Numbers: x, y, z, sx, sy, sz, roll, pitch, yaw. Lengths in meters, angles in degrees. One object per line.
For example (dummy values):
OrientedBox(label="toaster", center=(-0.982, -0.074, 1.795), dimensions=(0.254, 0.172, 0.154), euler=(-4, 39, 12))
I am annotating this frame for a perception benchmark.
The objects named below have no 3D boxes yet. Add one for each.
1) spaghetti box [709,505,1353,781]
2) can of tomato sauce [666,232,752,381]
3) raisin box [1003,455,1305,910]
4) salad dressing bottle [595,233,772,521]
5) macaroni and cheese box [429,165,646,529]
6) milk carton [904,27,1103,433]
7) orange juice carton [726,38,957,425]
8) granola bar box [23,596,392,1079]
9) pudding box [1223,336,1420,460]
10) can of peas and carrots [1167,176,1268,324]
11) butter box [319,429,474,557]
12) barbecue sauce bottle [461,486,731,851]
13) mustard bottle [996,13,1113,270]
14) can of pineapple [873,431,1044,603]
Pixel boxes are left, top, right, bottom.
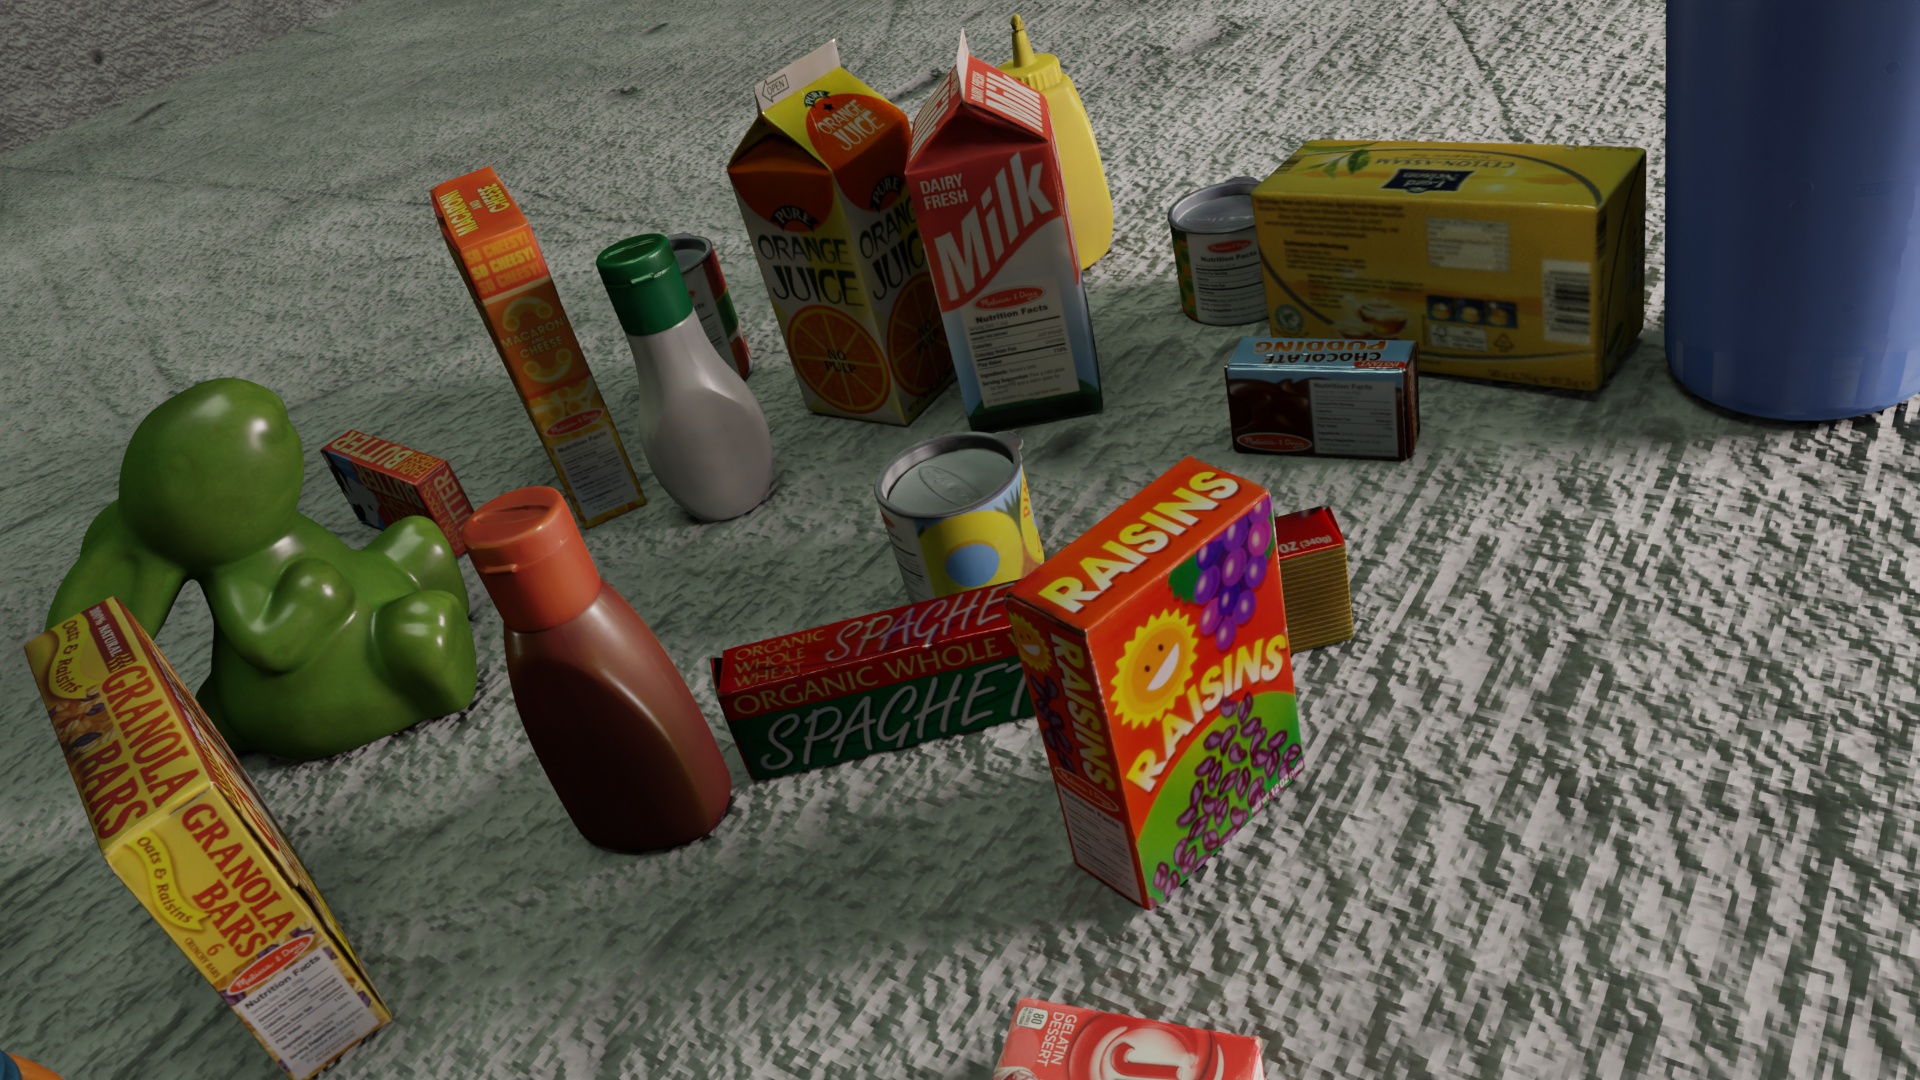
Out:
OrientedBox(label="spaghetti box", center=(0.028, 0.042, 0.547), dimensions=(0.250, 0.050, 0.029), euler=(-14, 34, 2))
OrientedBox(label="can of tomato sauce", center=(-0.169, -0.134, 0.845), dimensions=(0.071, 0.082, 0.071), euler=(-11, 34, 7))
OrientedBox(label="raisin box", center=(0.068, 0.048, 0.458), dimensions=(0.086, 0.122, 0.040), euler=(-34, 38, -26))
OrientedBox(label="salad dressing bottle", center=(-0.139, -0.080, 0.699), dimensions=(0.064, 0.147, 0.044), euler=(-20, 34, -7))
OrientedBox(label="macaroni and cheese box", center=(-0.230, -0.105, 0.753), dimensions=(0.040, 0.165, 0.124), euler=(-25, 35, -14))
OrientedBox(label="milk carton", center=(0.020, -0.157, 0.708), dimensions=(0.073, 0.189, 0.073), euler=(-10, 34, 8))
OrientedBox(label="orange juice carton", center=(-0.062, -0.163, 0.747), dimensions=(0.073, 0.191, 0.072), euler=(10, 42, 33))
OrientedBox(label="granola bar box", center=(-0.279, 0.105, 0.512), dimensions=(0.039, 0.123, 0.166), euler=(-34, 38, -25))
OrientedBox(label="pudding box", center=(0.168, -0.067, 0.646), dimensions=(0.083, 0.049, 0.030), euler=(5, 39, 27))
OrientedBox(label="can of peas and carrots", center=(0.154, -0.163, 0.781), dimensions=(0.071, 0.058, 0.071), euler=(-11, 34, 7))
OrientedBox(label="butter box", center=(-0.311, -0.027, 0.774), dimensions=(0.103, 0.053, 0.024), euler=(15, 45, 37))
OrientedBox(label="barbecue sauce bottle", center=(-0.136, 0.050, 0.512), dimensions=(0.065, 0.147, 0.044), euler=(-5, 35, 15))
OrientedBox(label="mustard bottle", center=(0.050, -0.240, 0.841), dimensions=(0.065, 0.159, 0.049), euler=(-32, 37, -22))
OrientedBox(label="can of pineapple", center=(0.002, -0.008, 0.620), dimensions=(0.071, 0.057, 0.071), euler=(-11, 34, 7))
